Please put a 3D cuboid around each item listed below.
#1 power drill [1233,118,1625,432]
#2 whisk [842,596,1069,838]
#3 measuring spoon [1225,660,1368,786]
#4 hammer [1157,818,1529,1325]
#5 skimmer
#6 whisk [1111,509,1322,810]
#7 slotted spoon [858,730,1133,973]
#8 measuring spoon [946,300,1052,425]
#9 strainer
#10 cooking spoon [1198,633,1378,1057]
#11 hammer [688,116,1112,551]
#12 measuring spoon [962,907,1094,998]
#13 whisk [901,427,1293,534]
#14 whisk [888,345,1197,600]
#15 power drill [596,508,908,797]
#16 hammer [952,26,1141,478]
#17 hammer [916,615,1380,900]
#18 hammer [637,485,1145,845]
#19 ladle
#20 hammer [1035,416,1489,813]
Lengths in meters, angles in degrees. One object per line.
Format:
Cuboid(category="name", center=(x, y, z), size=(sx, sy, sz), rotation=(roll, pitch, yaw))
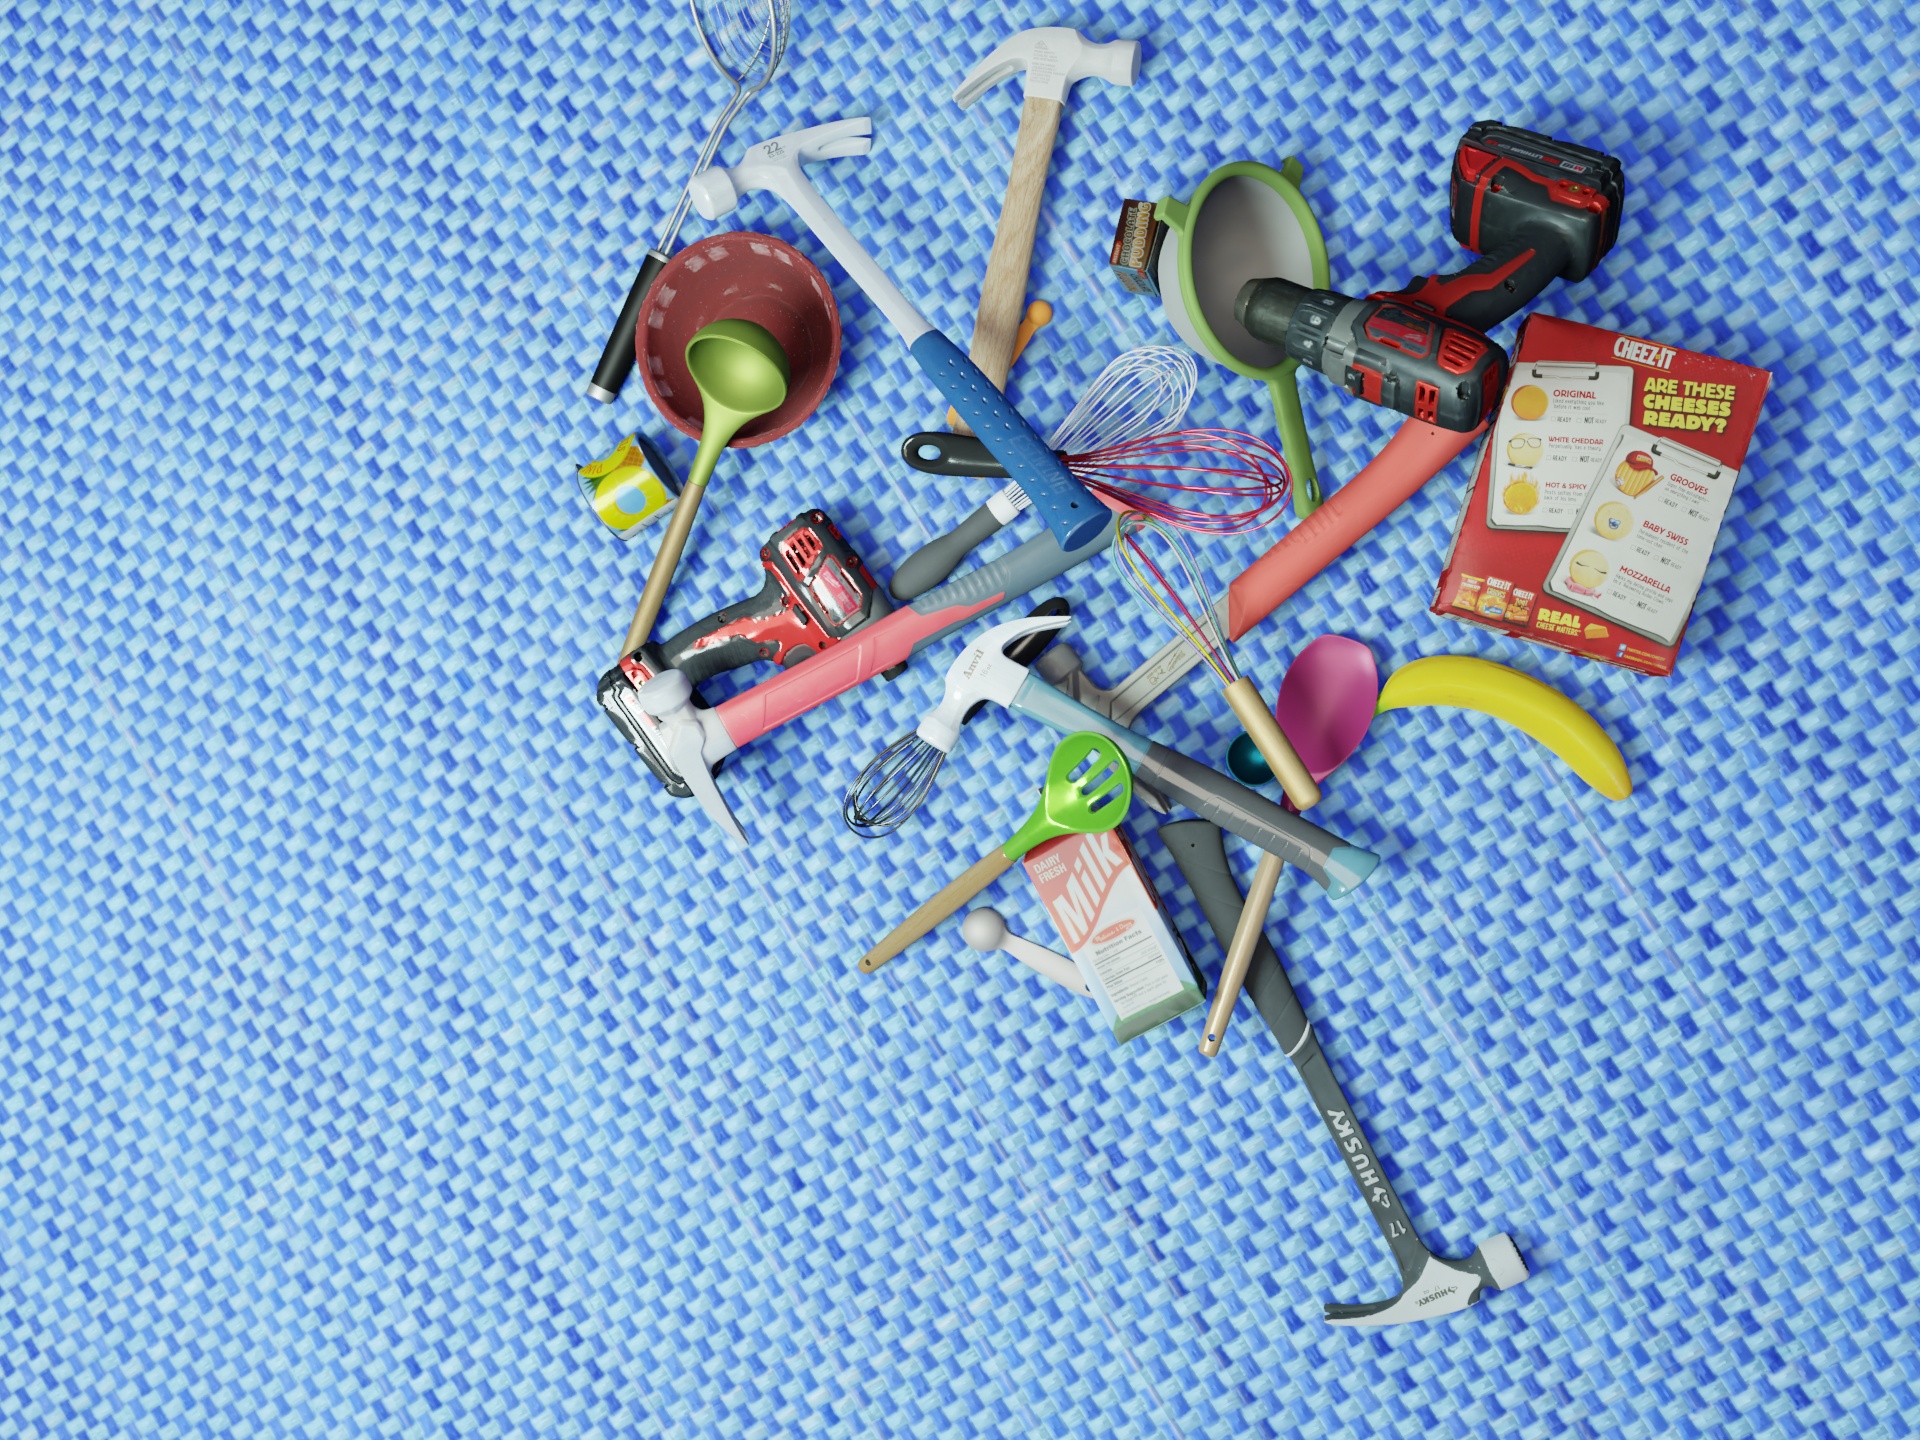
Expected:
Cuboid(category="power drill", center=(0.313, -0.300, 1.063), size=(0.188, 0.080, 0.227), rotation=(31, 68, 30))
Cuboid(category="whisk", center=(-0.001, -0.003, 1.205), size=(0.055, 0.055, 0.239), rotation=(44, 94, 6))
Cuboid(category="measuring spoon", center=(0.249, 0.000, 1.176), size=(0.128, 0.021, 0.042), rotation=(-40, 87, 0))
Cuboid(category="hammer", center=(0.254, 0.255, 1.174), size=(0.149, 0.036, 0.409), rotation=(-29, 87, 11))
Cuboid(category="skimmer", center=(-0.226, -0.420, 1.204), size=(0.127, 0.090, 0.363), rotation=(36, 103, 43))
Cuboid(category="whisk", center=(0.177, -0.043, 1.114), size=(0.051, 0.047, 0.245), rotation=(-33, 83, 17))
Cuboid(category="slotted spoon", center=(0.019, 0.106, 1.154), size=(0.313, 0.031, 0.070), rotation=(-42, 74, 35))
Cuboid(category="measuring spoon", center=(0.028, -0.270, 1.203), size=(0.021, 0.011, 0.117), rotation=(41, 98, 6))
Cuboid(category="strainer", center=(0.206, -0.266, 1.147), size=(0.069, 0.151, 0.256), rotation=(4, 117, 52))
Cuboid(category="cooking spoon", center=(0.229, 0.091, 1.152), size=(0.069, 0.017, 0.319), rotation=(19, 88, 11))
Cuboid(category="hammer", center=(-0.027, -0.280, 1.127), size=(0.144, 0.035, 0.406), rotation=(-32, 70, -16))
Cuboid(category="measuring spoon", center=(0.057, 0.182, 1.214), size=(0.124, 0.018, 0.034), rotation=(27, 97, 7))
Cuboid(category="whisk", center=(0.089, -0.177, 1.117), size=(0.296, 0.073, 0.073), rotation=(10, 94, 25))
Cuboid(category="whisk", center=(0.058, -0.178, 1.182), size=(0.284, 0.070, 0.070), rotation=(-37, 86, 14))
Cuboid(category="power drill", center=(-0.153, -0.044, 1.211), size=(0.219, 0.078, 0.143), rotation=(-36, 97, 6))
Cuboid(category="hammer", center=(0.036, -0.345, 1.180), size=(0.130, 0.031, 0.331), rotation=(13, 93, 15))
Cuboid(category="hammer", center=(0.142, 0.034, 1.134), size=(0.331, 0.033, 0.128), rotation=(29, 86, 5))
Cuboid(category="hammer", center=(-0.033, -0.053, 1.172), size=(0.386, 0.038, 0.143), rotation=(-28, 115, -4))
Cuboid(category="ladle", center=(-0.209, -0.152, 1.190), size=(0.078, 0.062, 0.320), rotation=(24, 115, -5))
Cuboid(category="hammer", center=(0.229, -0.093, 1.139), size=(0.359, 0.036, 0.149), rotation=(-41, 85, 18))
